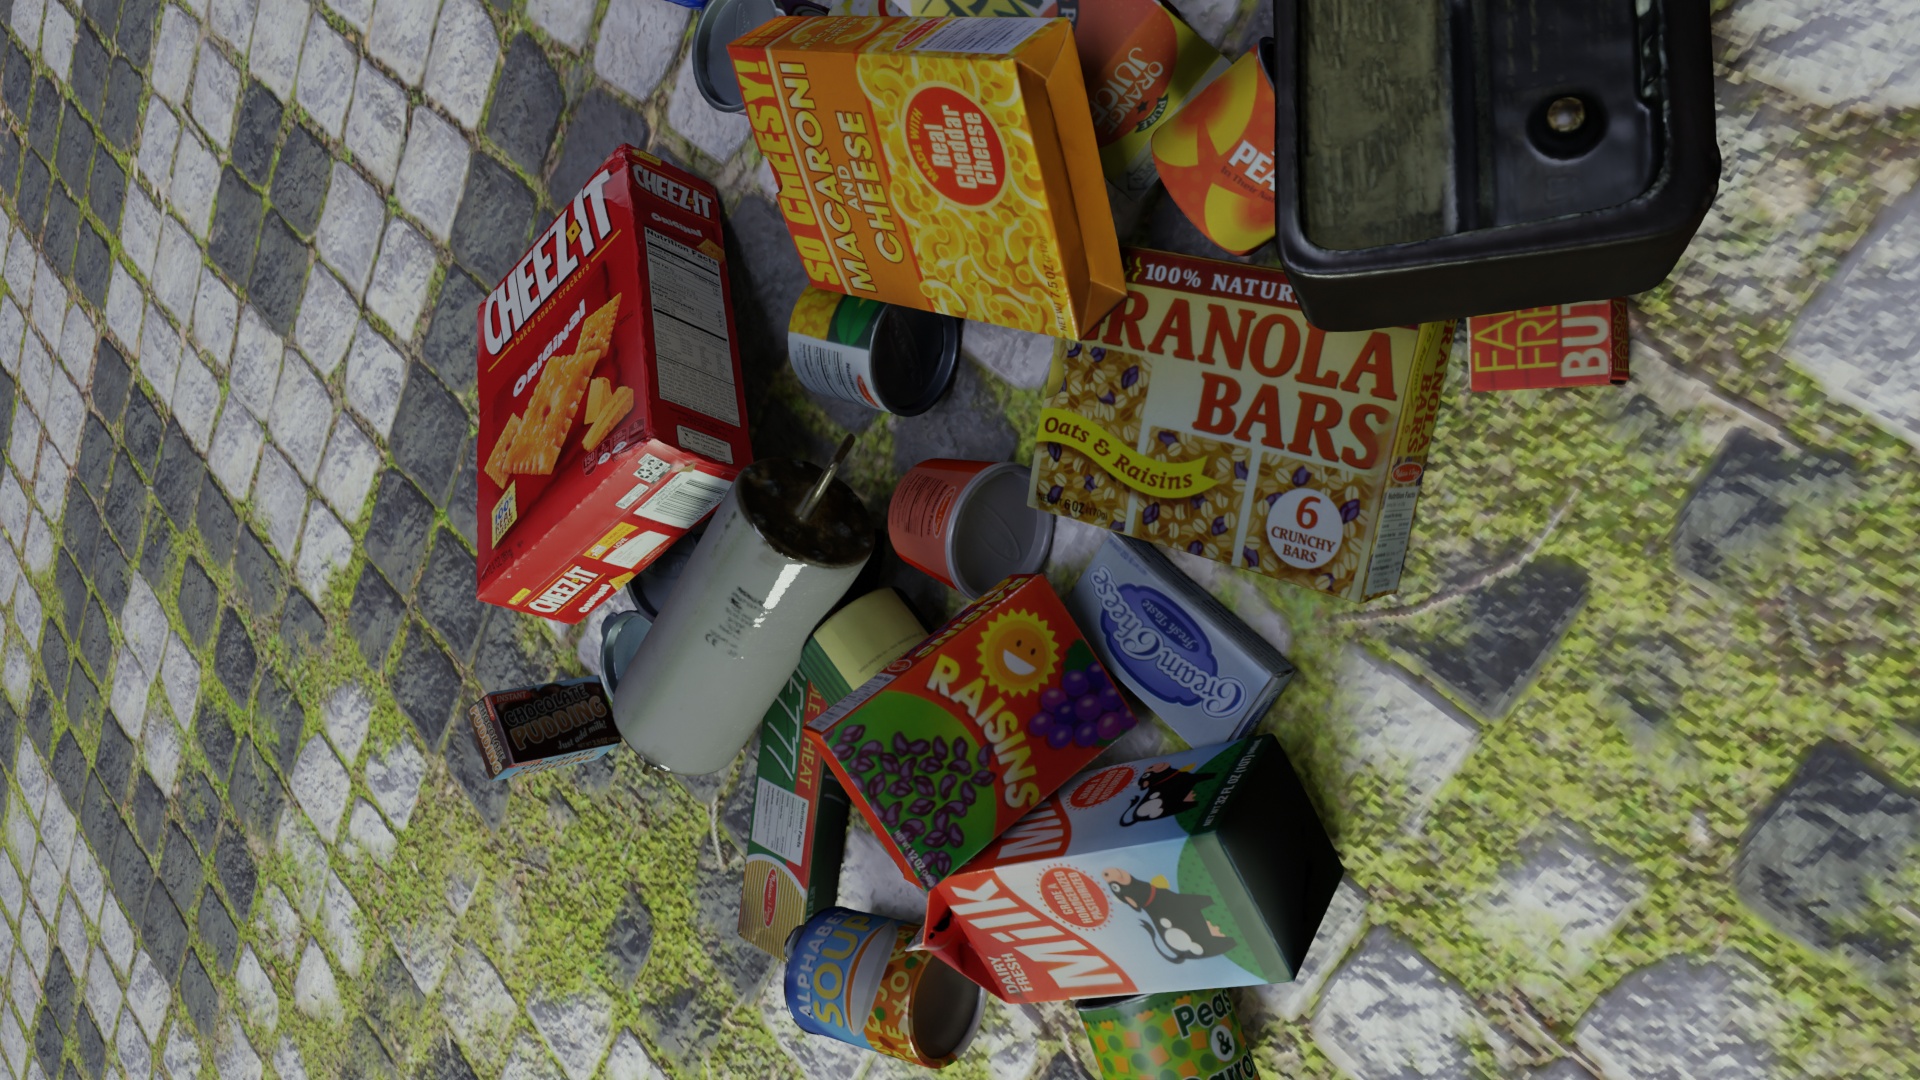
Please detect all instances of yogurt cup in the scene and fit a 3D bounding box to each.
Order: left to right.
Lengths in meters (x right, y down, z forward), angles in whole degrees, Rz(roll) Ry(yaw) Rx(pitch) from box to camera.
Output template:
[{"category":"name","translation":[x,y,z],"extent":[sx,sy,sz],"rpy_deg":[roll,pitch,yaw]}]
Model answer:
[{"category":"yogurt cup","translation":[0.002,-0.008,0.664],"extent":[0.054,0.072,0.072],"rpy_deg":[17,104,44]}]

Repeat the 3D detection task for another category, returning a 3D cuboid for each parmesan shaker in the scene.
[{"category":"parmesan shaker","translation":[-0.022,0.080,0.686],"extent":[0.103,0.071,0.071],"rpy_deg":[51,121,20]}]

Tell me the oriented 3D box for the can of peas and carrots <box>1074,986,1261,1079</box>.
[{"category":"can of peas and carrots","translation":[0.093,0.220,0.607],"extent":[0.070,0.071,0.059],"rpy_deg":[-27,78,36]}]

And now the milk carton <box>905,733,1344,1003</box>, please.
[{"category":"milk carton","translation":[0.060,0.149,0.611],"extent":[0.190,0.073,0.073],"rpy_deg":[-20,104,39]}]

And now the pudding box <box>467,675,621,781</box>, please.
[{"category":"pudding box","translation":[-0.259,0.116,0.865],"extent":[0.030,0.084,0.050],"rpy_deg":[-34,73,32]}]

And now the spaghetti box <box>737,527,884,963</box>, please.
[{"category":"spaghetti box","translation":[-0.083,0.108,0.761],"extent":[0.050,0.029,0.249],"rpy_deg":[16,103,37]}]

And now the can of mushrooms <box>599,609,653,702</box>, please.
[{"category":"can of mushrooms","translation":[-0.185,0.071,0.835],"extent":[0.071,0.033,0.071],"rpy_deg":[4,97,38]}]

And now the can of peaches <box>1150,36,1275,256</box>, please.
[{"category":"can of peaches","translation":[0.119,-0.155,0.557],"extent":[0.058,0.071,0.071],"rpy_deg":[-35,72,35]}]

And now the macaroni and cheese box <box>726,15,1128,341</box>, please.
[{"category":"macaroni and cheese box","translation":[-0.017,-0.159,0.595],"extent":[0.166,0.040,0.123],"rpy_deg":[18,139,39]}]

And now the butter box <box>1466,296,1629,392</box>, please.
[{"category":"butter box","translation":[0.216,-0.107,0.513],"extent":[0.053,0.024,0.103],"rpy_deg":[-1,93,39]}]

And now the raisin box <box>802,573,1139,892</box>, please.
[{"category":"raisin box","translation":[0.006,0.083,0.617],"extent":[0.086,0.124,0.040],"rpy_deg":[56,163,-6]}]

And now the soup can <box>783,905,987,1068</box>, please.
[{"category":"soup can","translation":[-0.039,0.226,0.709],"extent":[0.083,0.071,0.071],"rpy_deg":[0,93,38]}]

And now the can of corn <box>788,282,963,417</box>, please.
[{"category":"can of corn","translation":[-0.041,-0.101,0.691],"extent":[0.058,0.071,0.071],"rpy_deg":[17,104,37]}]

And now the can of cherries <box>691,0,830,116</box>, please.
[{"category":"can of cherries","translation":[-0.095,-0.252,0.725],"extent":[0.071,0.058,0.071],"rpy_deg":[3,94,38]}]

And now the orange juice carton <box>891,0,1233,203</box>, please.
[{"category":"orange juice carton","translation":[0.027,-0.235,0.594],"extent":[0.192,0.073,0.071],"rpy_deg":[42,113,-1]}]

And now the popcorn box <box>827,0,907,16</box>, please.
[{"category":"popcorn box","translation":[-0.012,-0.273,0.670],"extent":[0.085,0.038,0.126],"rpy_deg":[35,114,29]}]

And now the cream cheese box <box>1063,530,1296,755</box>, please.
[{"category":"cream cheese box","translation":[0.094,0.046,0.620],"extent":[0.104,0.024,0.053],"rpy_deg":[43,120,28]}]

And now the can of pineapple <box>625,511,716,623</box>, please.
[{"category":"can of pineapple","translation":[-0.148,0.014,0.787],"extent":[0.071,0.058,0.071],"rpy_deg":[4,96,38]}]

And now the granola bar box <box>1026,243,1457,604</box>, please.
[{"category":"granola bar box","translation":[0.112,-0.055,0.589],"extent":[0.165,0.039,0.124],"rpy_deg":[18,104,36]}]
